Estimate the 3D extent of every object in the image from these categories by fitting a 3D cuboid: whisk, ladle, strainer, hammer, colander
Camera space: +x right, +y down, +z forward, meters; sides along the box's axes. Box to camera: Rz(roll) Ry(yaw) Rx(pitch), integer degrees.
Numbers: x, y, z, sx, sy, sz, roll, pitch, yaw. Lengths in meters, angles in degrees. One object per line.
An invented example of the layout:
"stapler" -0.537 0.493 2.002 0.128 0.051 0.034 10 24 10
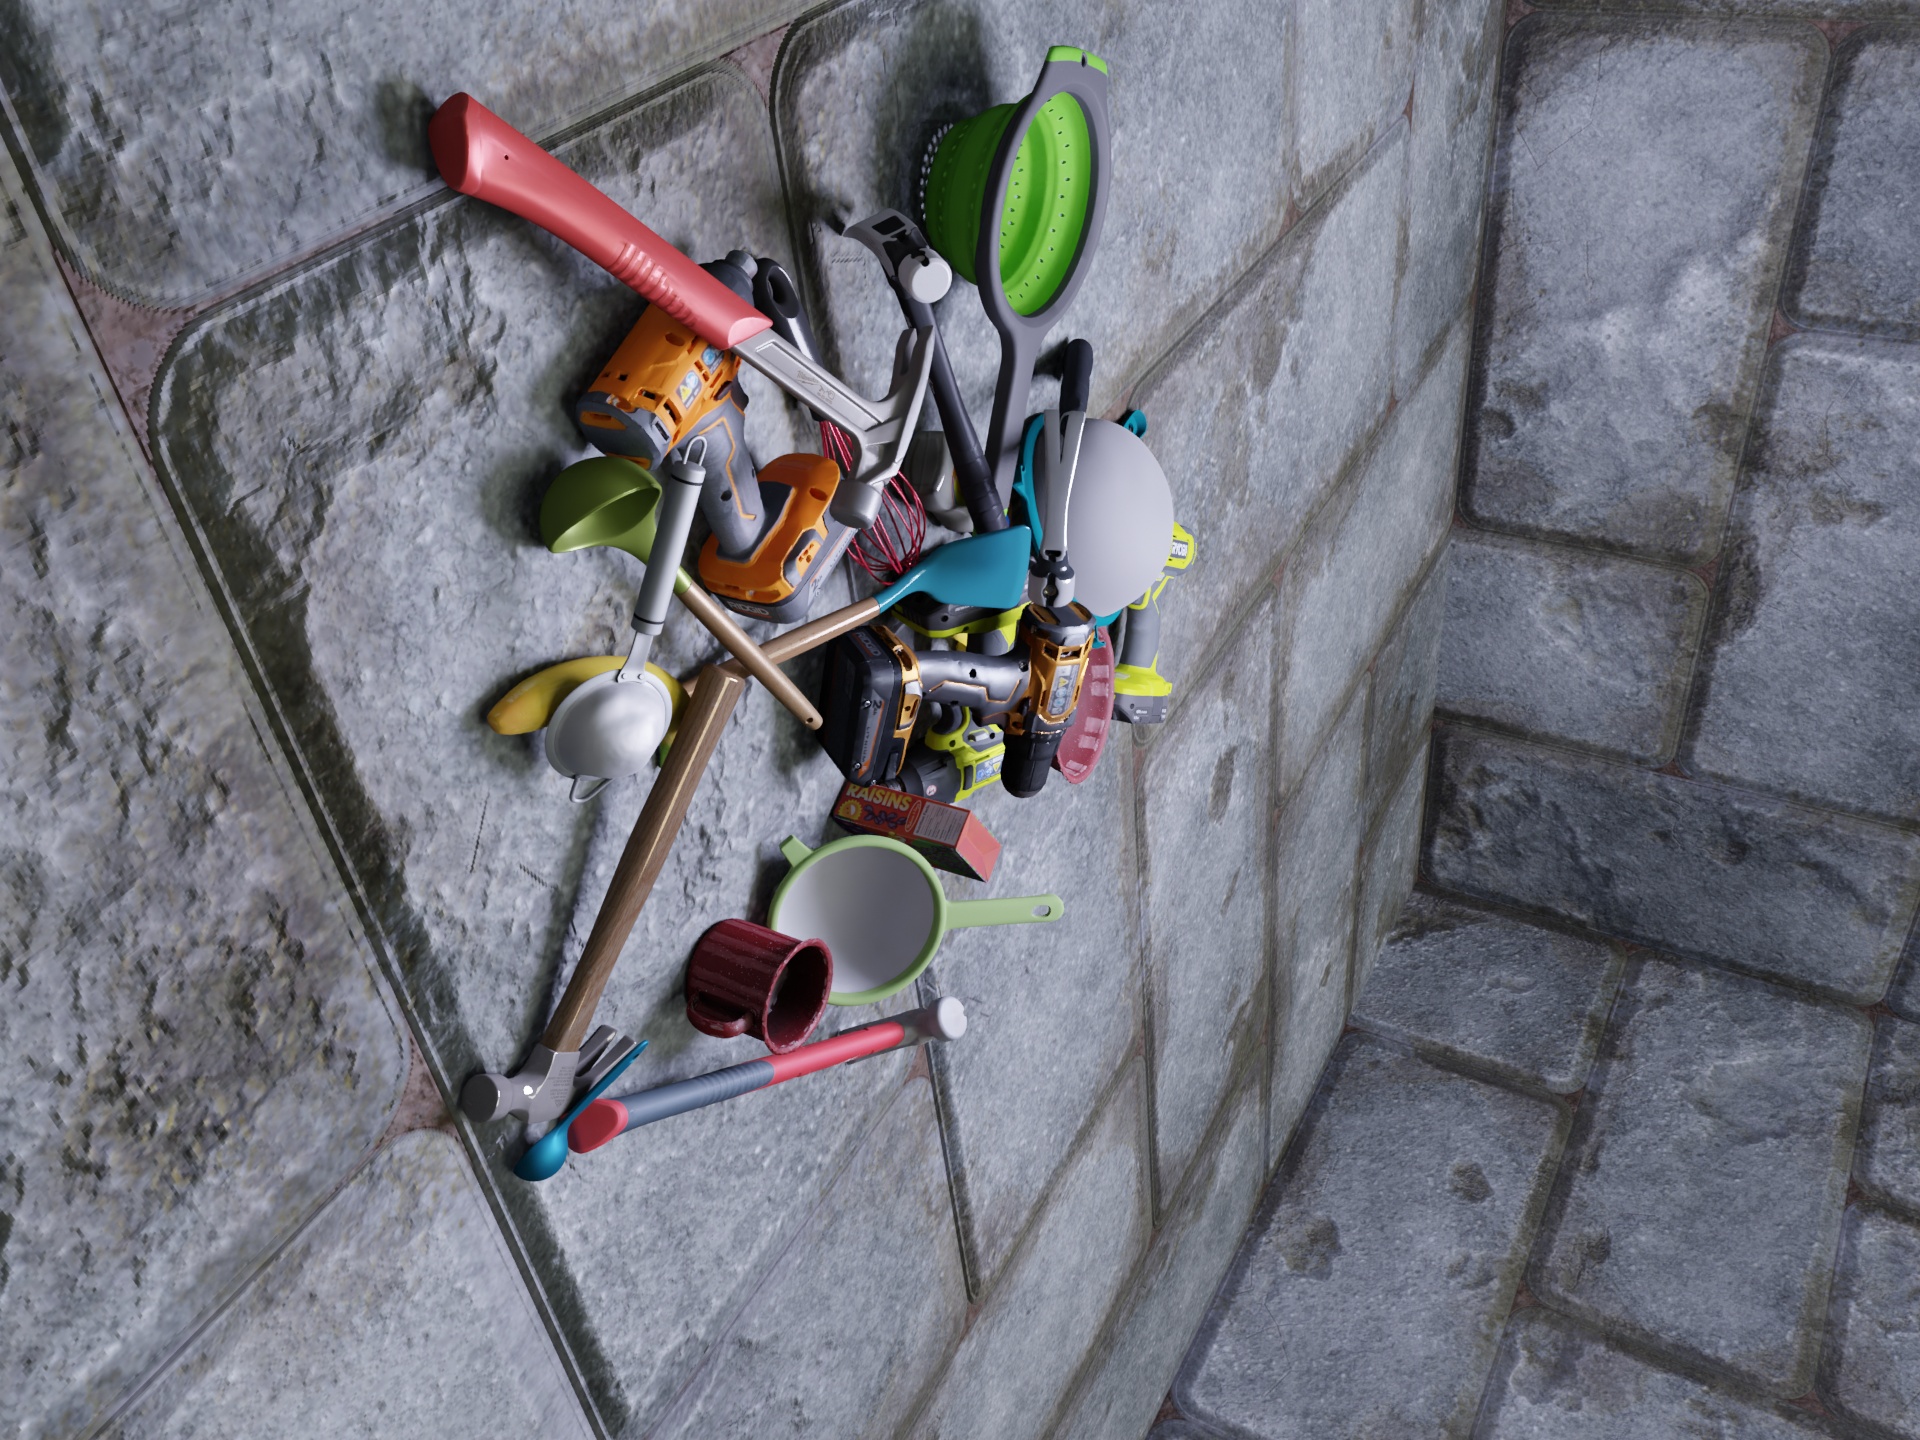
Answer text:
"whisk" -0.092 -0.214 1.179 0.073 0.073 0.295 -58 142 -30
"ladle" -0.169 -0.067 1.059 0.078 0.062 0.319 -31 141 7
"strainer" -0.042 0.155 1.341 0.256 0.069 0.151 -1 107 -18
"strainer" -0.194 -0.052 0.973 0.086 0.050 0.258 0 116 -44
"hammer" -0.224 0.118 1.081 0.331 0.031 0.130 -66 156 0
"hammer" -0.007 -0.233 1.212 0.035 0.146 0.334 -28 134 -6
"hammer" 0.092 -0.251 1.358 0.409 0.036 0.149 -78 172 -59
"hammer" -0.151 -0.256 0.944 0.358 0.037 0.149 30 71 -45
"colander" 0.022 -0.339 1.291 0.204 0.094 0.397 -26 131 -59
"hammer" -0.166 0.285 1.277 0.386 0.143 0.038 -4 74 -51
"strainer" 0.166 -0.236 1.557 0.210 0.095 0.340 62 33 -24

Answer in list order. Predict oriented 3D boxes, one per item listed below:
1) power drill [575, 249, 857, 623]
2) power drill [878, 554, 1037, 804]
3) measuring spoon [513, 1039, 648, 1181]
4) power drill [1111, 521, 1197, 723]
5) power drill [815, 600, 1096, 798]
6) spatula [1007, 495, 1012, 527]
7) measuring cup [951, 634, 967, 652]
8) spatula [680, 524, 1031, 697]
"power drill" -0.147 -0.189 1.058 0.164 0.084 0.226 -62 147 -23
"power drill" -0.001 -0.033 1.404 0.171 0.080 0.223 -22 128 -34
"measuring spoon" -0.255 0.272 1.094 0.128 0.021 0.042 -46 168 1
"power drill" 0.188 -0.115 1.746 0.190 0.080 0.228 -2 103 -62
"power drill" -0.002 -0.004 1.319 0.226 0.084 0.185 -9 127 -28
"spatula" 0.050 -0.123 1.512 0.081 0.041 0.322 -45 140 -51
"measuring cup" -0.007 -0.082 1.453 0.156 0.029 0.062 36 76 -49
"spatula" -0.078 -0.073 1.196 0.317 0.044 0.082 -28 144 -33
